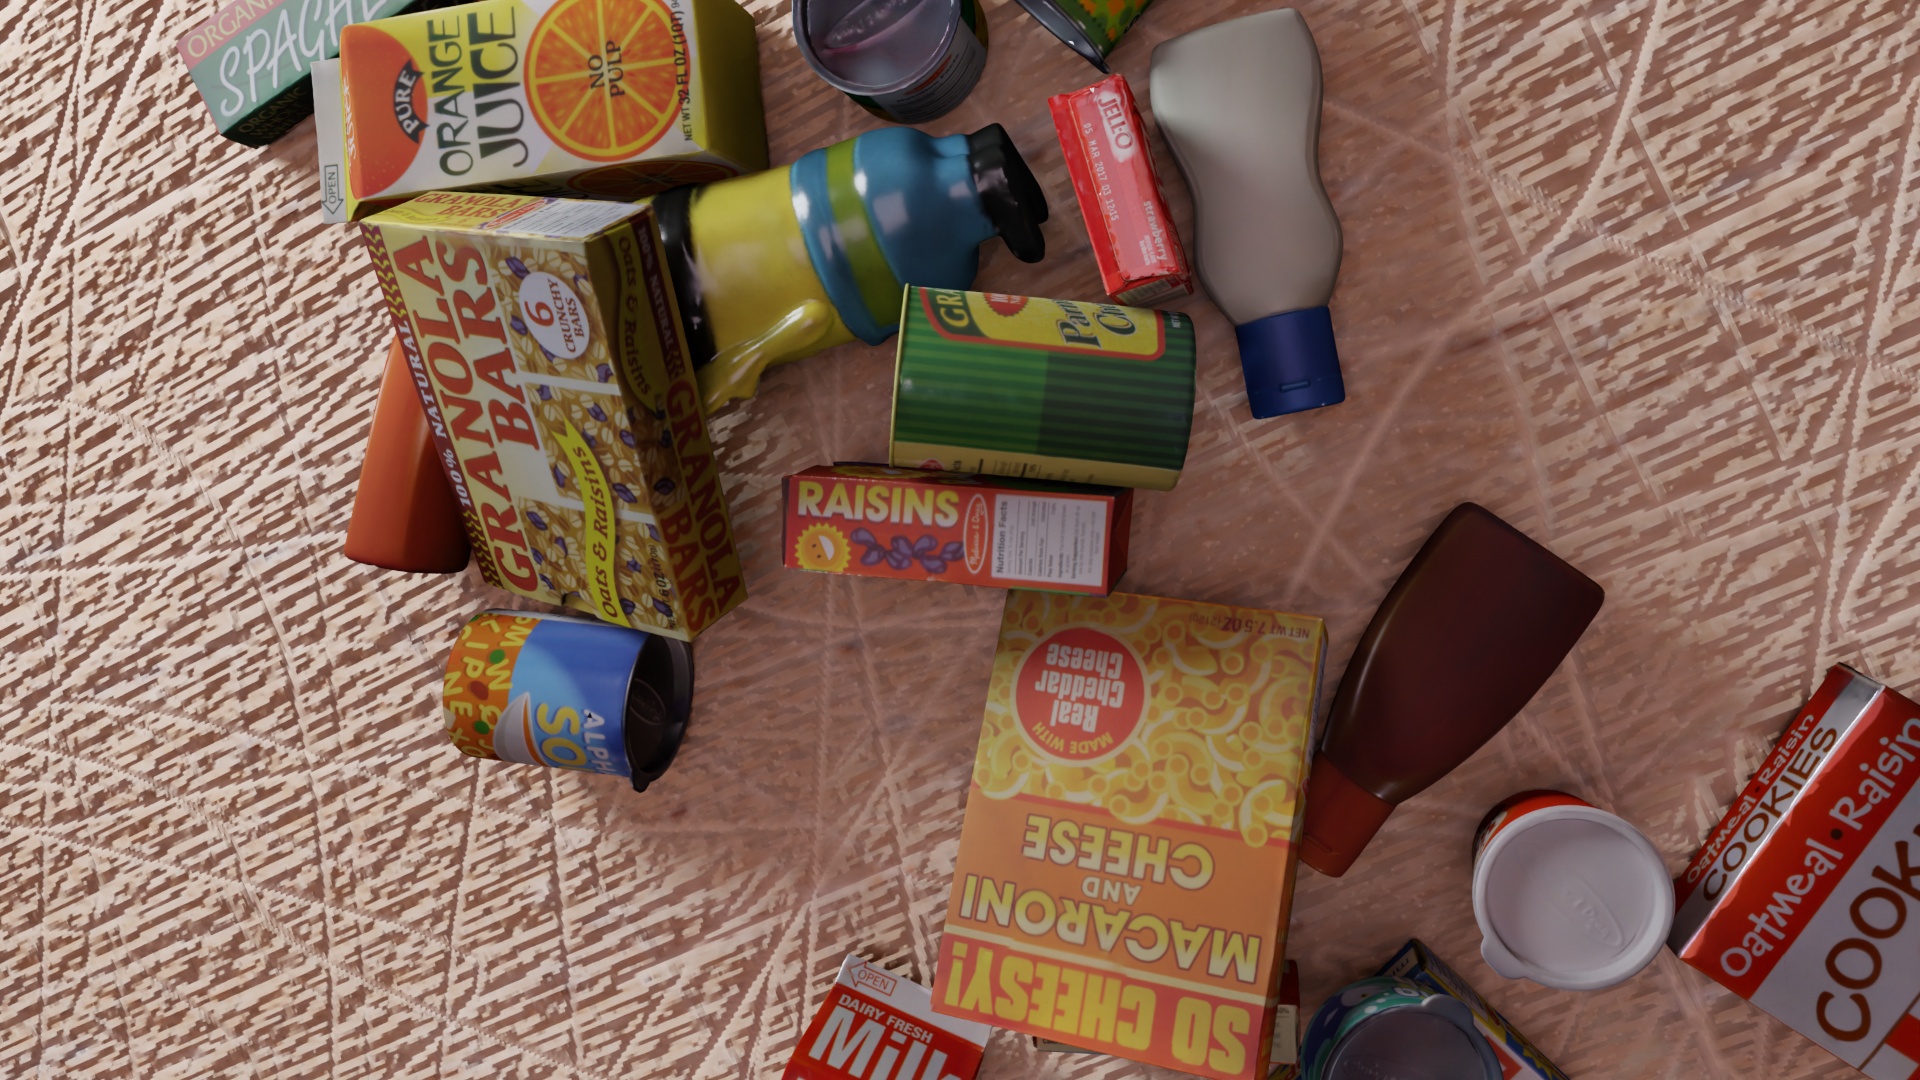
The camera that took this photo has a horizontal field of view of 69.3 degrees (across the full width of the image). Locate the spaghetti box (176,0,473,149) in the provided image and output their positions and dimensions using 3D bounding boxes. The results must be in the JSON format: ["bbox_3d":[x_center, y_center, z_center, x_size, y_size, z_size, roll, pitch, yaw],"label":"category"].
[{"bbox_3d":[-0.231,-0.256,0.602,0.250,0.029,0.050,-28,87,12],"label":"spaghetti box"}]

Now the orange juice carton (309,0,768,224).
[{"bbox_3d":[-0.183,-0.177,0.575,0.193,0.073,0.071,-4,94,13],"label":"orange juice carton"}]

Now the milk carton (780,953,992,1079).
[{"bbox_3d":[-0.052,0.273,0.564,0.072,0.073,0.191,20,76,10],"label":"milk carton"}]

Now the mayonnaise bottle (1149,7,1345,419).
[{"bbox_3d":[0.116,-0.122,0.534,0.065,0.041,0.148,-11,93,14],"label":"mayonnaise bottle"}]

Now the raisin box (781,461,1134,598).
[{"bbox_3d":[0.002,-0.007,0.542,0.123,0.086,0.040,4,97,12],"label":"raisin box"}]

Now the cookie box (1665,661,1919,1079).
[{"bbox_3d":[0.362,0.142,0.501,0.167,0.040,0.122,32,100,7],"label":"cookie box"}]

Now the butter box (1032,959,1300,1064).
[{"bbox_3d":[0.083,0.186,0.555,0.103,0.053,0.024,-2,93,11],"label":"butter box"}]

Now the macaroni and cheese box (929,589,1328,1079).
[{"bbox_3d":[0.066,0.105,0.527,0.124,0.040,0.167,7,77,20],"label":"macaroni and cheese box"}]

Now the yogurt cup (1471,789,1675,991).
[{"bbox_3d":[0.224,0.127,0.521,0.072,0.054,0.072,1,94,12],"label":"yogurt cup"}]

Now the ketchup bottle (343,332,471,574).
[{"bbox_3d":[-0.224,-0.061,0.599,0.043,0.065,0.148,12,91,5],"label":"ketchup bottle"}]

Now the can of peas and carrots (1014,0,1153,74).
[{"bbox_3d":[0.050,-0.224,0.528,0.071,0.071,0.058,42,101,6],"label":"can of peas and carrots"}]

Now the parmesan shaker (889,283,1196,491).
[{"bbox_3d":[0.028,-0.055,0.505,0.103,0.071,0.071,5,95,-2],"label":"parmesan shaker"}]

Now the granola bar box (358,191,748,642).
[{"bbox_3d":[-0.157,-0.048,0.542,0.124,0.039,0.164,11,125,31],"label":"granola bar box"}]

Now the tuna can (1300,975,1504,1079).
[{"bbox_3d":[0.160,0.192,0.504,0.071,0.033,0.071,0,92,0],"label":"tuna can"}]

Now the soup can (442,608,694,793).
[{"bbox_3d":[-0.166,0.067,0.591,0.084,0.071,0.071,4,95,12],"label":"soup can"}]

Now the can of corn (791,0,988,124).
[{"bbox_3d":[-0.027,-0.205,0.548,0.071,0.058,0.071,1,95,12],"label":"can of corn"}]

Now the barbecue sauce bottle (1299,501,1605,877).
[{"bbox_3d":[0.175,0.061,0.532,0.065,0.044,0.148,35,101,8],"label":"barbecue sauce bottle"}]

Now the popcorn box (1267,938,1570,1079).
[{"bbox_3d":[0.170,0.233,0.548,0.085,0.038,0.126,43,101,6],"label":"popcorn box"}]
